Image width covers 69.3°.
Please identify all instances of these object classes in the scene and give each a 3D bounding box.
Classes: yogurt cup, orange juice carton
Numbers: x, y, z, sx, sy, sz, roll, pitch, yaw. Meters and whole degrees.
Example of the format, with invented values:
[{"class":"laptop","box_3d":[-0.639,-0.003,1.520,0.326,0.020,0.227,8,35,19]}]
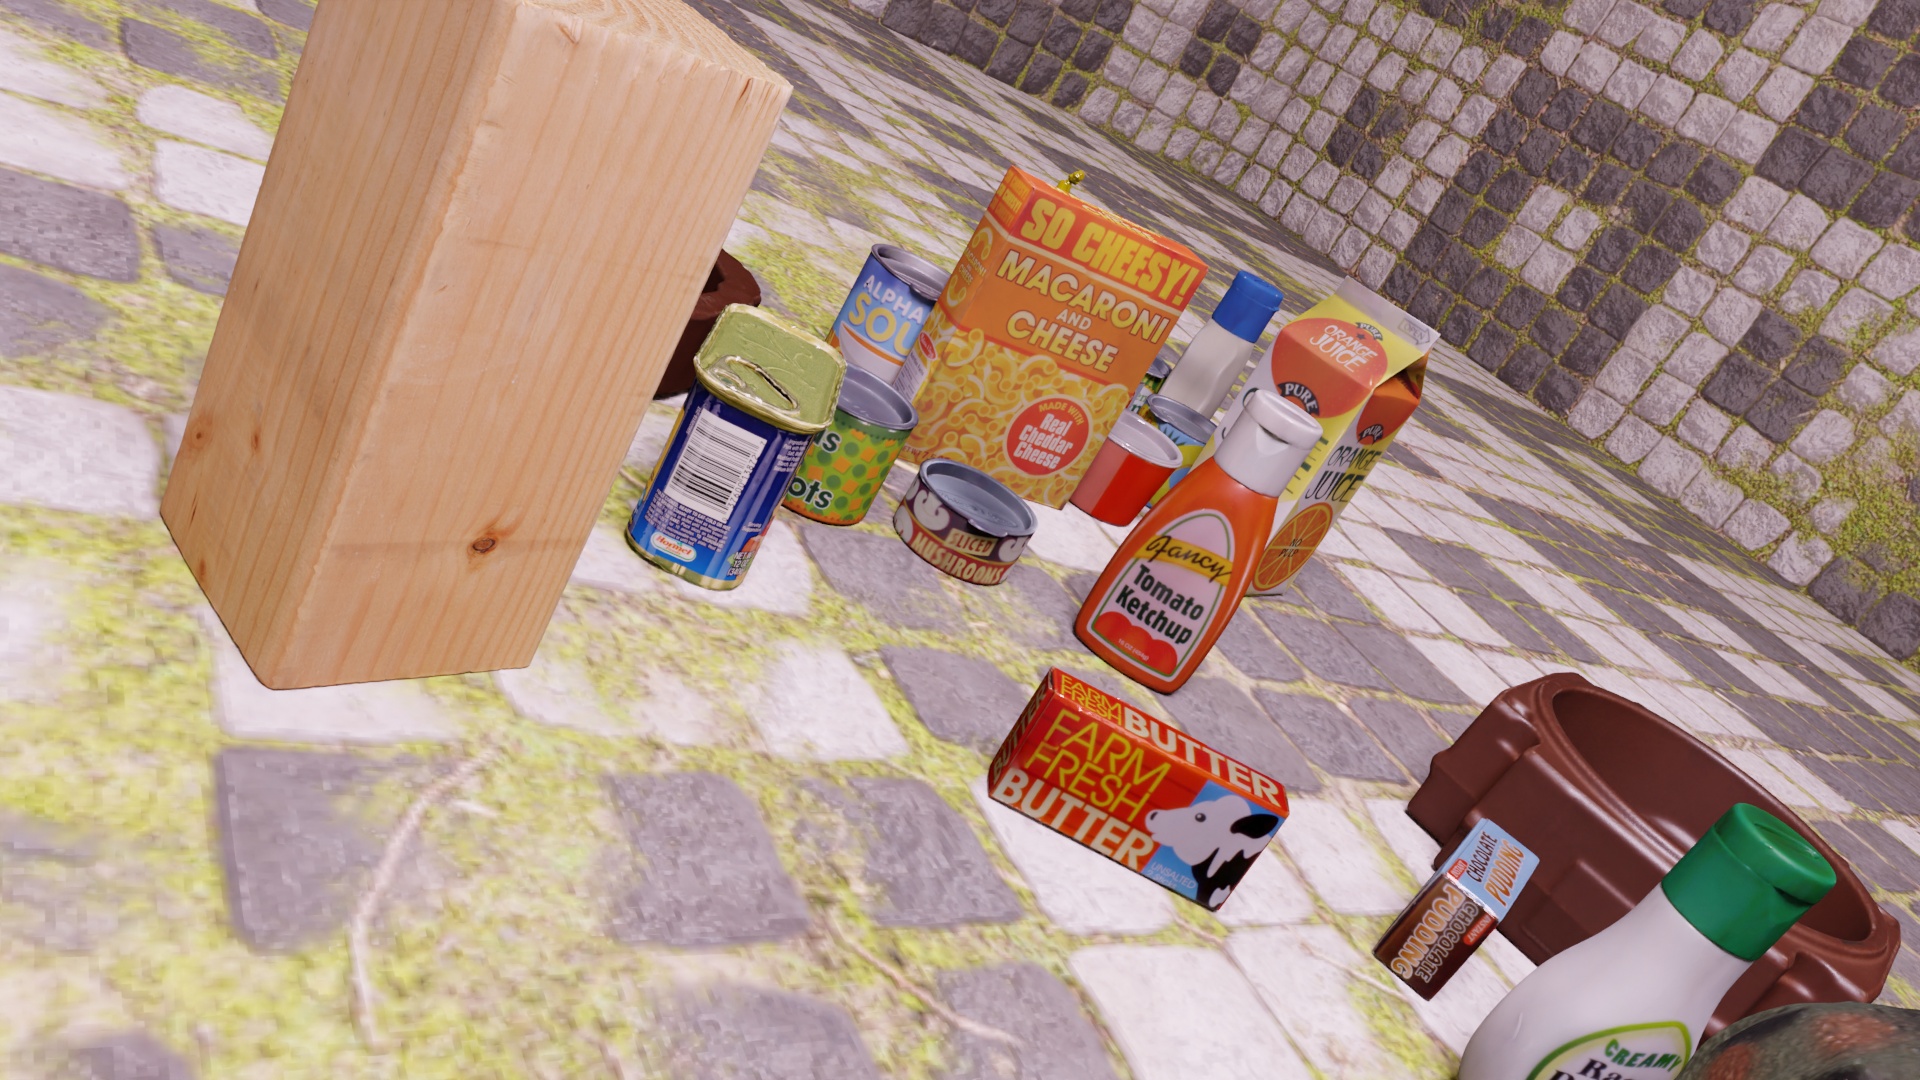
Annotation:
[{"class":"yogurt cup","box_3d":[0.095,-0.045,0.855,0.072,0.053,0.073,26,22,-11]},{"class":"orange juice carton","box_3d":[0.208,-0.062,0.847,0.073,0.192,0.072,1,36,-50]}]

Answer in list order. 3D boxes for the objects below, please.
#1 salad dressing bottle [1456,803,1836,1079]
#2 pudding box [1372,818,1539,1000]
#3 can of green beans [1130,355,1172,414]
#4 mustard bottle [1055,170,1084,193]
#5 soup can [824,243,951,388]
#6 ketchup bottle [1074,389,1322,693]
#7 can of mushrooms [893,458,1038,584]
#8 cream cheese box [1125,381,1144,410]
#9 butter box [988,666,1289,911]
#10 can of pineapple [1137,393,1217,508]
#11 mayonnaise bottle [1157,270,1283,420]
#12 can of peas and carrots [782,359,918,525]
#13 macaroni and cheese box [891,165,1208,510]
[{"class":"salad dressing bottle","box_3d":[0.232,0.155,0.476,0.064,0.147,0.044,24,22,-14]},{"class":"pudding box","box_3d":[0.209,0.152,0.583,0.030,0.049,0.084,40,24,22]},{"class":"can of green beans","box_3d":[0.113,-0.115,1.021,0.071,0.057,0.071,26,22,-11]},{"class":"mustard bottle","box_3d":[0.035,-0.175,0.918,0.049,0.159,0.065,15,27,-34]},{"class":"soup can","box_3d":[-0.040,-0.119,0.805,0.071,0.083,0.071,26,22,-11]},{"class":"ketchup bottle","box_3d":[0.116,-0.001,0.663,0.065,0.148,0.044,33,22,7]},{"class":"can of mushrooms","box_3d":[0.002,-0.009,0.691,0.071,0.033,0.071,26,23,-11]},{"class":"cream cheese box","box_3d":[0.075,-0.118,0.985,0.104,0.053,0.024,41,24,25]},{"class":"butter box","box_3d":[0.066,0.094,0.525,0.103,0.053,0.024,28,22,-5]},{"class":"can of pineapple","box_3d":[0.137,-0.057,0.927,0.071,0.057,0.071,26,22,-11]},{"class":"mayonnaise bottle","box_3d":[0.173,-0.118,0.982,0.041,0.147,0.065,37,23,17]},{"class":"can of peas and carrots","box_3d":[-0.063,-0.048,0.661,0.071,0.058,0.071,26,22,-11]},{"class":"macaroni and cheese box","box_3d":[0.043,-0.108,0.777,0.124,0.165,0.040,17,25,-30]}]
